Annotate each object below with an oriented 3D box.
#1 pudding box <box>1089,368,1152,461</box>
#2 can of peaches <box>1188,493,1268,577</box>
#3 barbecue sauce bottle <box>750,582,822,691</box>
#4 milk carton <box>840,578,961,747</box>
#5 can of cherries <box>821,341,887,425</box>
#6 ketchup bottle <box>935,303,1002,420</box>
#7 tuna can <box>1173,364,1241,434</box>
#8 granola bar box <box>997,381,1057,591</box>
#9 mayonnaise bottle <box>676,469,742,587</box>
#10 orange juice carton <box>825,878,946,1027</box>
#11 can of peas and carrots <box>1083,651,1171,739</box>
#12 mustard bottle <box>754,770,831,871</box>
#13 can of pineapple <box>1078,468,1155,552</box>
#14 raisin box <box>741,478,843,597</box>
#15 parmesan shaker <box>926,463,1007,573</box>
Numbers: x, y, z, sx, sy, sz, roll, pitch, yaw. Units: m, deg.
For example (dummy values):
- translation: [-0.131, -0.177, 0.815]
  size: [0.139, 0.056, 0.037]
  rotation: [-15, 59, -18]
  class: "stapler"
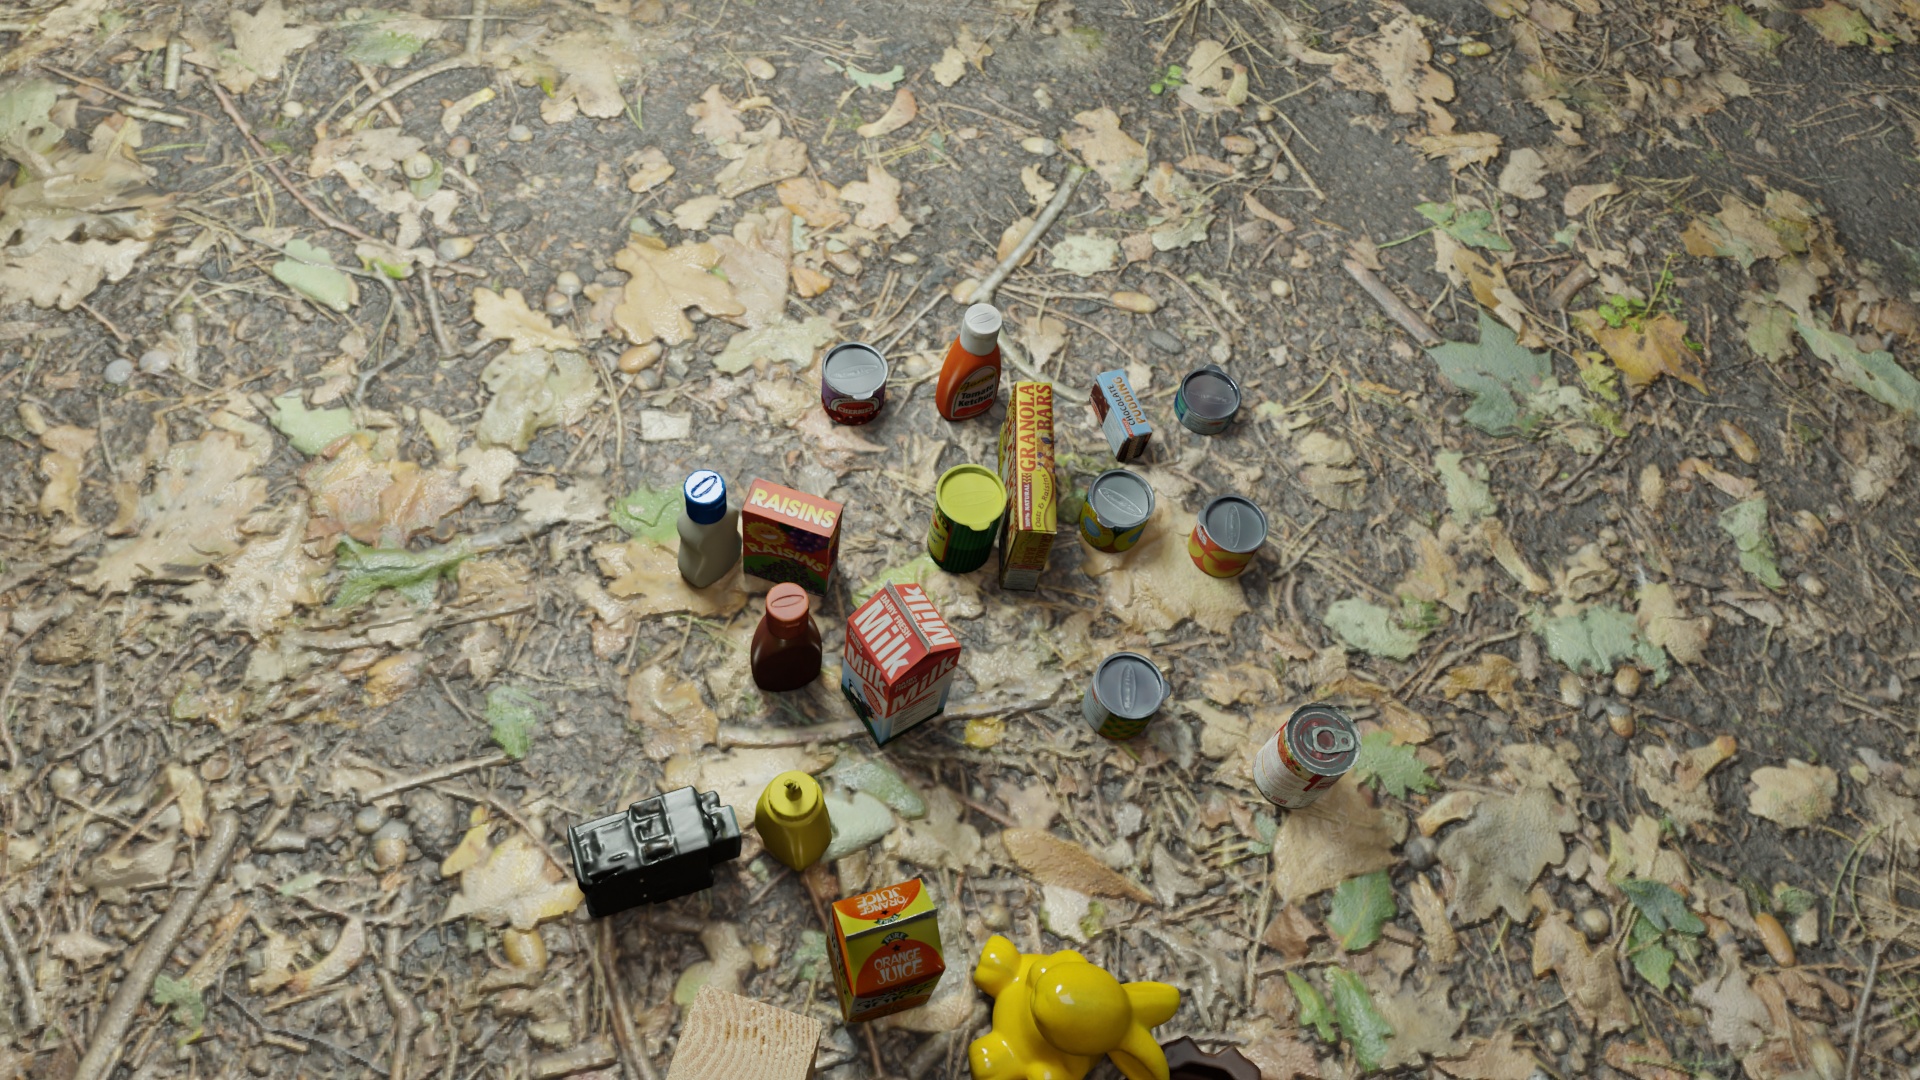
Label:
- translation: [0.165, -0.130, 1.440]
  size: [0.030, 0.049, 0.084]
  rotation: [-15, 65, -15]
  class: "pudding box"
- translation: [0.263, -0.005, 1.380]
  size: [0.071, 0.057, 0.071]
  rotation: [3, 61, -6]
  class: "can of peaches"
- translation: [-0.153, 0.086, 1.222]
  size: [0.065, 0.147, 0.044]
  rotation: [-12, 64, -14]
  class: "barbecue sauce bottle"
- translation: [-0.052, 0.102, 1.203]
  size: [0.074, 0.189, 0.072]
  rotation: [-27, 69, -20]
  class: "milk carton"
- translation: [-0.109, -0.157, 1.412]
  size: [0.071, 0.058, 0.072]
  rotation: [3, 61, -6]
  class: "can of cherries"
- translation: [0.013, -0.179, 1.389]
  size: [0.065, 0.148, 0.043]
  rotation: [-20, 66, -17]
  class: "ketchup bottle"
- translation: [0.262, -0.150, 1.474]
  size: [0.071, 0.032, 0.071]
  rotation: [3, 61, -6]
  class: "tuna can"
- translation: [0.062, -0.052, 1.340]
  size: [0.039, 0.123, 0.166]
  rotation: [3, 61, -6]
  class: "granola bar box"
- translation: [-0.230, -0.013, 1.265]
  size: [0.041, 0.147, 0.065]
  rotation: [39, 64, 13]
  class: "mayonnaise bottle"
- translation: [-0.060, 0.319, 1.082]
  size: [0.072, 0.191, 0.073]
  rotation: [-12, 64, -14]
  class: "orange juice carton"
- translation: [0.153, 0.144, 1.283]
  size: [0.071, 0.058, 0.071]
  rotation: [3, 61, -6]
  class: "can of peas and carrots"
- translation: [-0.137, 0.224, 1.142]
  size: [0.065, 0.159, 0.049]
  rotation: [41, 64, 14]
  class: "mustard bottle"
- translation: [0.153, -0.028, 1.378]
  size: [0.071, 0.057, 0.071]
  rotation: [3, 61, -6]
  class: "can of pineapple"
- translation: [-0.156, -0.001, 1.283]
  size: [0.086, 0.122, 0.040]
  rotation: [18, 61, 2]
  class: "raisin box"
- translation: [0.005, -0.017, 1.325]
  size: [0.071, 0.102, 0.071]
  rotation: [3, 62, -6]
  class: "parmesan shaker"
